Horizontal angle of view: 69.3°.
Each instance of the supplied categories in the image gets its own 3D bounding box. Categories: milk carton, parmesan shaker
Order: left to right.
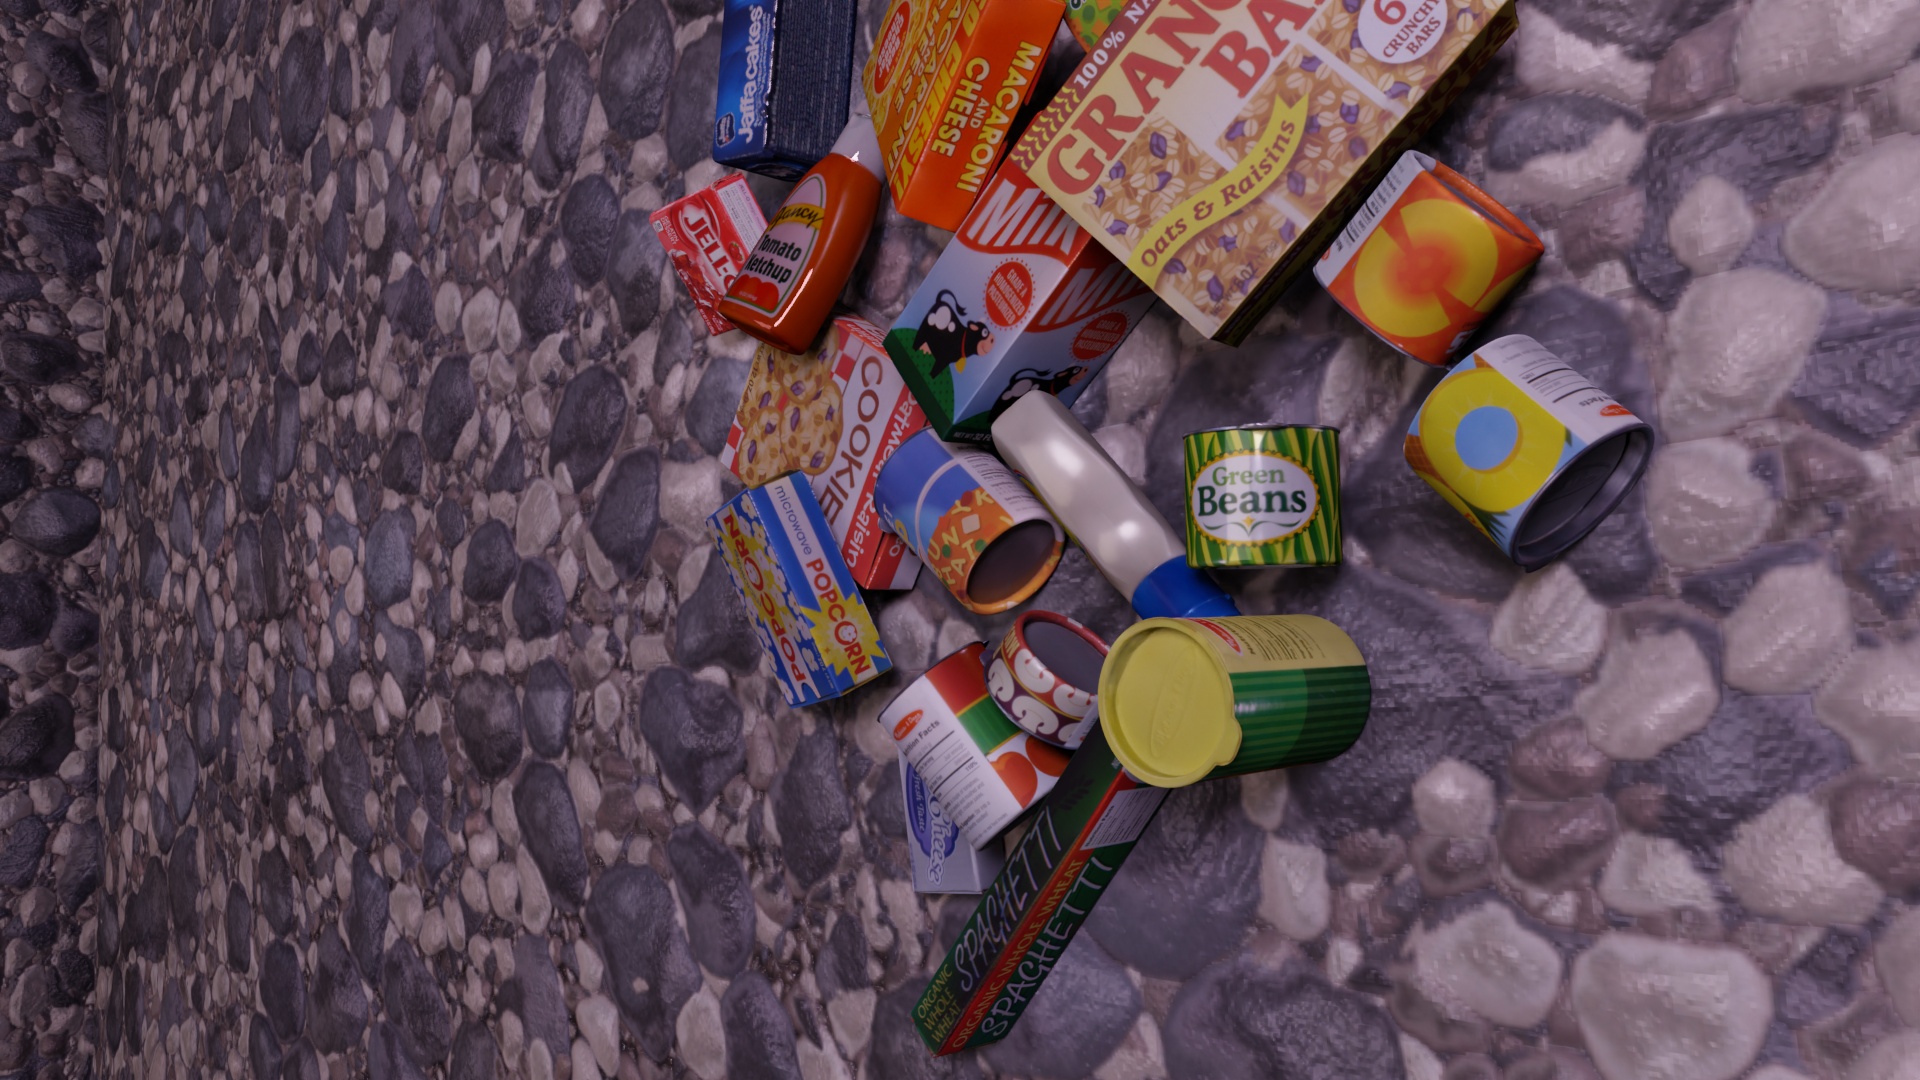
[{"bbox_3d":[0.049,-0.137,0.676,0.189,0.072,0.074,-51,55,31],"label":"milk carton"},{"bbox_3d":[0.117,0.066,0.574,0.071,0.103,0.071,-3,86,46],"label":"parmesan shaker"}]

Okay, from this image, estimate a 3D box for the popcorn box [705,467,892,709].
[{"bbox_3d":[-0.095,0.029,0.799,0.085,0.038,0.126,-24,90,60],"label":"popcorn box"}]

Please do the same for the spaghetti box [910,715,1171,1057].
[{"bbox_3d":[0.050,0.158,0.676,0.029,0.050,0.249,49,121,38],"label":"spaghetti box"}]

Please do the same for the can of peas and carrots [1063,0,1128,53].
[{"bbox_3d":[0.085,-0.258,0.647,0.058,0.071,0.071,-34,65,40],"label":"can of peas and carrots"}]

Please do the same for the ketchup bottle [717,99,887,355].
[{"bbox_3d":[-0.079,-0.181,0.800,0.065,0.043,0.149,26,84,41],"label":"ketchup bottle"}]

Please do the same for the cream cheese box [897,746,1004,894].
[{"bbox_3d":[-0.006,0.139,0.753,0.053,0.024,0.104,-16,77,44],"label":"cream cheese box"}]

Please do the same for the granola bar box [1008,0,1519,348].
[{"bbox_3d":[0.118,-0.180,0.560,0.124,0.039,0.165,47,108,19],"label":"granola bar box"}]

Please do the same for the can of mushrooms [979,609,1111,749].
[{"bbox_3d":[0.045,0.065,0.672,0.071,0.071,0.033,51,122,34],"label":"can of mushrooms"}]

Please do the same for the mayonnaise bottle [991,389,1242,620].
[{"bbox_3d":[0.073,-0.006,0.653,0.041,0.064,0.148,-41,59,6],"label":"mayonnaise bottle"}]

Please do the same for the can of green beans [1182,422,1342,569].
[{"bbox_3d":[0.128,-0.017,0.592,0.071,0.071,0.058,-4,86,46],"label":"can of green beans"}]

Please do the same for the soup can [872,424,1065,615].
[{"bbox_3d":[0.003,-0.009,0.721,0.084,0.071,0.071,46,120,36],"label":"soup can"}]

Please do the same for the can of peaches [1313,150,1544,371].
[{"bbox_3d":[0.184,-0.109,0.542,0.057,0.071,0.071,-55,53,28],"label":"can of peaches"}]

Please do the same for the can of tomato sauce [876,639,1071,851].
[{"bbox_3d":[0.011,0.102,0.696,0.083,0.071,0.071,52,125,14],"label":"can of tomato sauce"}]

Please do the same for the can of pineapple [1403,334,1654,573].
[{"bbox_3d":[0.207,-0.032,0.513,0.058,0.071,0.070,52,123,35],"label":"can of pineapple"}]

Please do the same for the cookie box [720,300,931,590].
[{"bbox_3d":[-0.069,-0.063,0.817,0.168,0.040,0.122,38,114,40],"label":"cookie box"}]

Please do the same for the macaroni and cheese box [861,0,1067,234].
[{"bbox_3d":[-0.003,-0.252,0.708,0.167,0.040,0.123,-104,34,-48],"label":"macaroni and cheese box"}]
